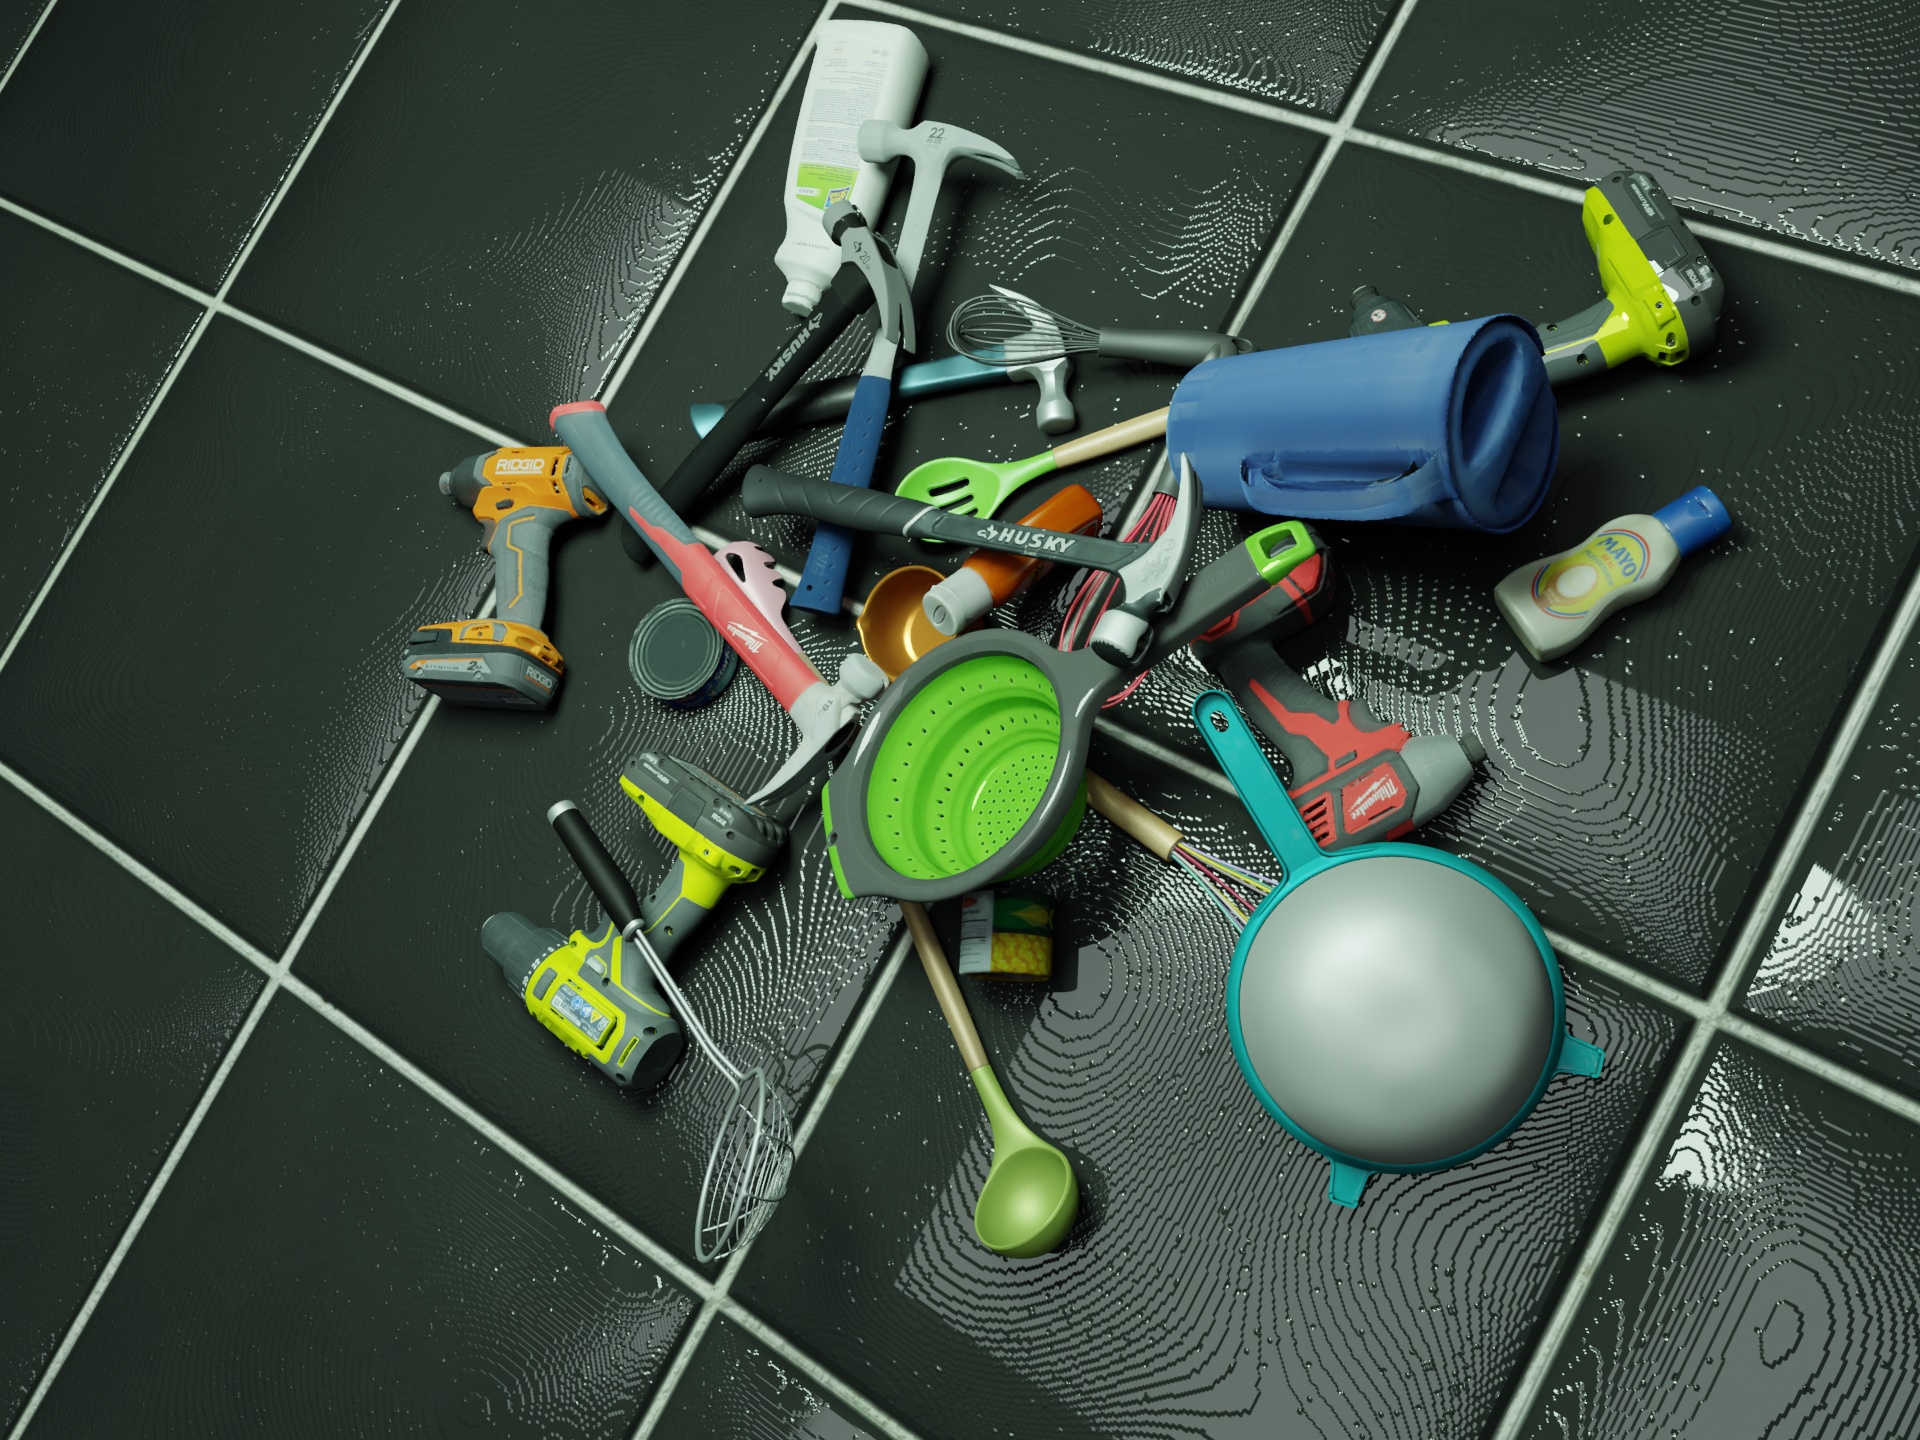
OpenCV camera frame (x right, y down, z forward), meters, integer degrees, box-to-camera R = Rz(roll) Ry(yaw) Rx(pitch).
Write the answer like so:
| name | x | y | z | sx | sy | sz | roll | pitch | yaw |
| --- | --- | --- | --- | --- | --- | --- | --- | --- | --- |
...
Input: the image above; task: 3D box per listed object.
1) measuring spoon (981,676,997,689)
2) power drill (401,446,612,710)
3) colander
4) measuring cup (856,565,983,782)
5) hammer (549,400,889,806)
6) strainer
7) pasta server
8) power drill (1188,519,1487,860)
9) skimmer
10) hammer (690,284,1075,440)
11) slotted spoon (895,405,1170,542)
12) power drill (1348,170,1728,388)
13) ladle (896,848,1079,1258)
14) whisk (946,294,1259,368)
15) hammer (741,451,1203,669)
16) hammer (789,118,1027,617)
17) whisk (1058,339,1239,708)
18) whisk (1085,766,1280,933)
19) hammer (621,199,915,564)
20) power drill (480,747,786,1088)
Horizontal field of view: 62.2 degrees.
| name | x | y | z | sx | sy | sz | roll | pitch | yaw |
| --- | --- | --- | --- | --- | --- | --- | --- | --- | --- |
| measuring spoon | -0.002 | -0.004 | 1.204 | 0.034 | 0.018 | 0.124 | 36 | 90 | 25 |
| power drill | -0.395 | -0.128 | 1.354 | 0.164 | 0.084 | 0.227 | 4 | 72 | 21 |
| colander | 0.084 | 0.003 | 1.085 | 0.397 | 0.094 | 0.205 | -34 | 46 | 21 |
| measuring cup | -0.029 | -0.028 | 1.206 | 0.095 | 0.052 | 0.173 | 2 | 87 | 29 |
| hammer | -0.220 | -0.109 | 1.255 | 0.143 | 0.038 | 0.387 | -48 | 68 | 14 |
| strainer | 0.238 | 0.127 | 0.986 | 0.211 | 0.095 | 0.340 | -31 | 84 | 7 |
| pasta server | -0.111 | -0.027 | 1.249 | 0.060 | 0.040 | 0.316 | -40 | 69 | 5 |
| power drill | 0.250 | -0.018 | 1.086 | 0.143 | 0.078 | 0.220 | -29 | 70 | 10 |
| skimmer | -0.223 | 0.201 | 1.110 | 0.364 | 0.090 | 0.127 | 52 | 132 | 25 |
| hammer | -0.070 | -0.269 | 1.298 | 0.331 | 0.033 | 0.128 | -8 | 73 | 18 |
| slotted spoon | 0.098 | -0.207 | 1.222 | 0.314 | 0.031 | 0.070 | -18 | 75 | 13 |
| power drill | 0.392 | -0.275 | 1.107 | 0.223 | 0.080 | 0.171 | -27 | 68 | 15 |
| ladle | -0.002 | 0.221 | 1.120 | 0.078 | 0.062 | 0.320 | -33 | 64 | 16 |
| whisk | 0.108 | -0.290 | 1.210 | 0.239 | 0.055 | 0.055 | 6 | 76 | 4 |
| hammer | -0.011 | -0.143 | 1.131 | 0.409 | 0.036 | 0.149 | 17 | 70 | 38 |
| hammer | -0.059 | -0.280 | 1.257 | 0.144 | 0.035 | 0.405 | 12 | 85 | 22 |
| whisk | 0.143 | -0.145 | 1.160 | 0.073 | 0.073 | 0.296 | 19 | 82 | 24 |
| whisk | 0.165 | 0.105 | 1.101 | 0.245 | 0.047 | 0.051 | 36 | 80 | 29 |
| hammer | -0.164 | -0.247 | 1.274 | 0.334 | 0.035 | 0.146 | -44 | 56 | 23 |
| power drill | -0.257 | 0.141 | 1.226 | 0.191 | 0.080 | 0.228 | 32 | 90 | 25 |
